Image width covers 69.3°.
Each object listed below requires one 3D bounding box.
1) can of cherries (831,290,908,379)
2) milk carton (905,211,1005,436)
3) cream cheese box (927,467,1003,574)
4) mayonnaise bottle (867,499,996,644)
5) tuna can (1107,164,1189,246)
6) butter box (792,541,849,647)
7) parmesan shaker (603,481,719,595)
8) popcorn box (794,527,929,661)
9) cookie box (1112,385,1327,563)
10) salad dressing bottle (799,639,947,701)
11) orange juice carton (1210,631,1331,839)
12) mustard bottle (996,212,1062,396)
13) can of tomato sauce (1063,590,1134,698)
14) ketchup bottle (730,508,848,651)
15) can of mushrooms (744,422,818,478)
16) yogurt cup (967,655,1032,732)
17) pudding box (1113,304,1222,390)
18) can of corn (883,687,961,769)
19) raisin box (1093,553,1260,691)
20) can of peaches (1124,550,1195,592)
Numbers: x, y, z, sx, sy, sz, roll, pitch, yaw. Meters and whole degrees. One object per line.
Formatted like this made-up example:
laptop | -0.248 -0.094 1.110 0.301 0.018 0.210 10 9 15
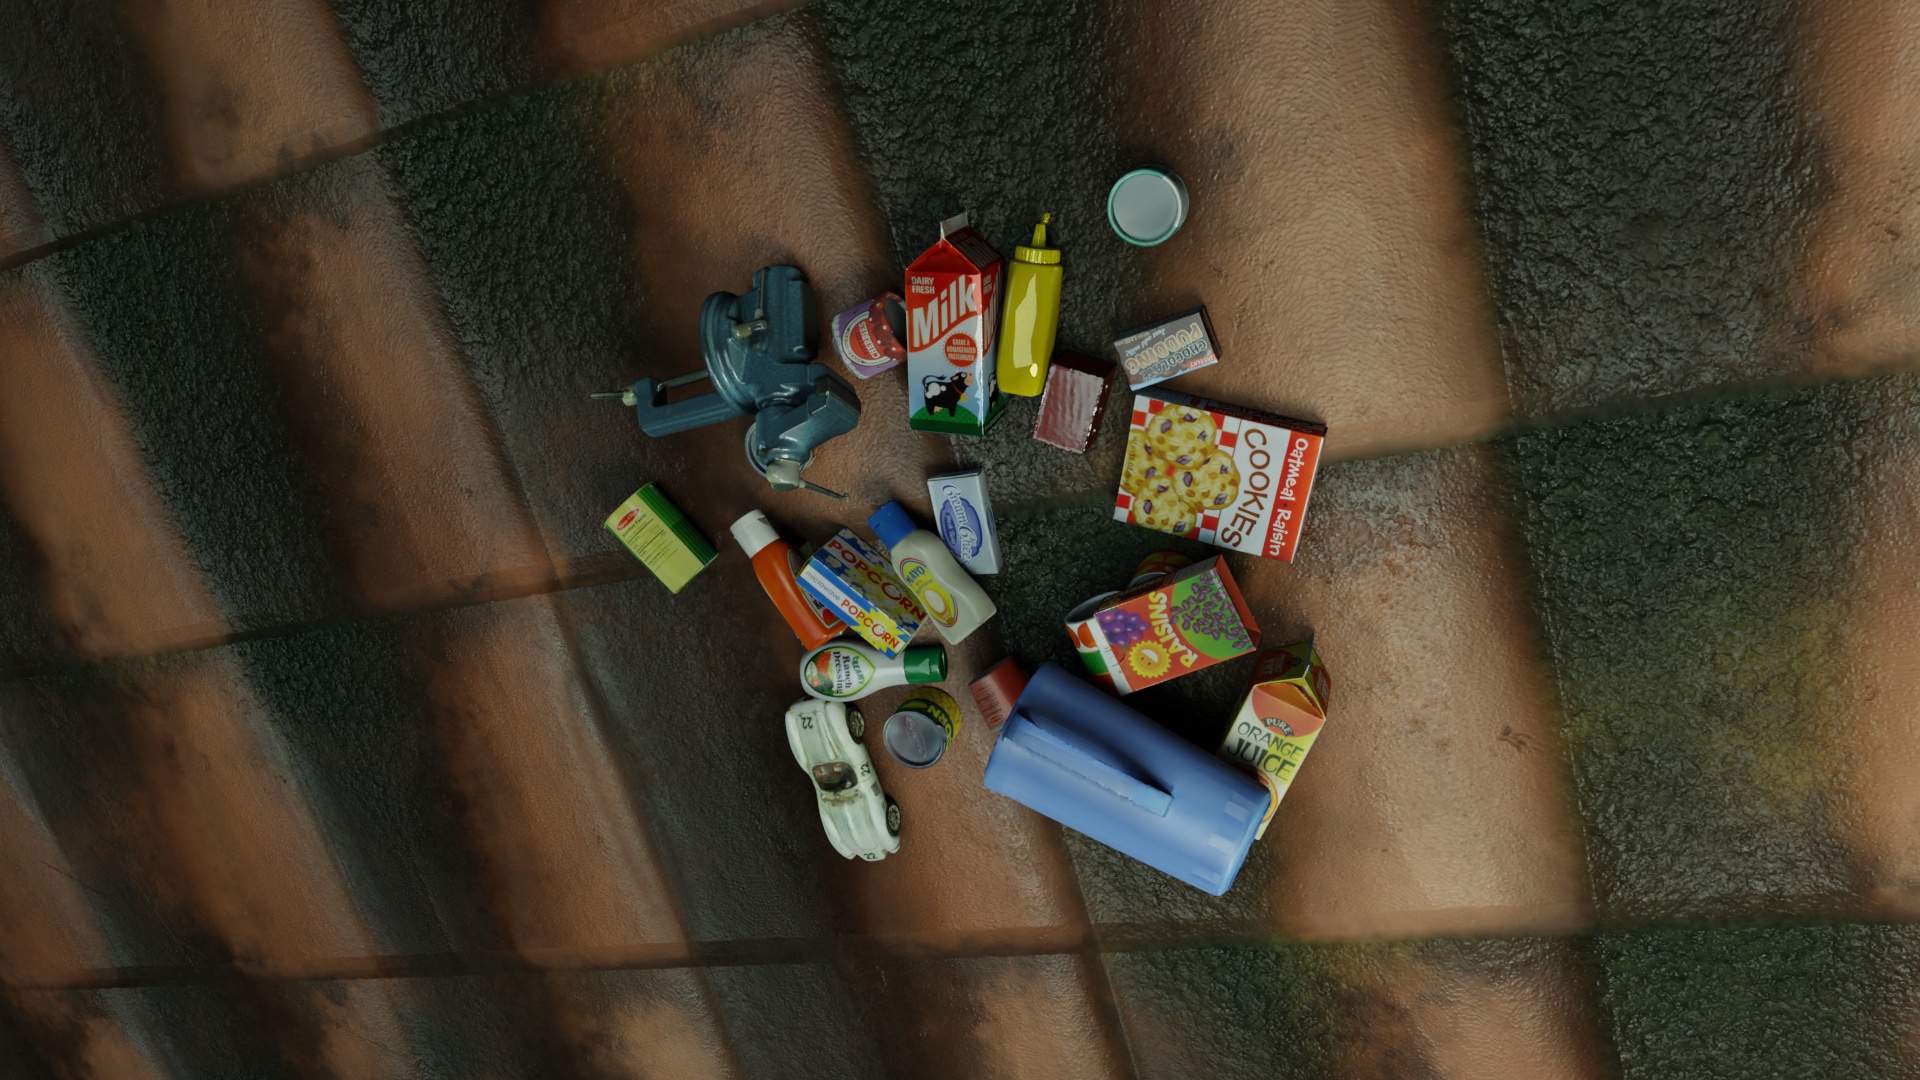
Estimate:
can of cherries | -0.077 -0.189 1.282 0.058 0.072 0.071 -20 103 25
milk carton | -0.004 -0.197 1.254 0.073 0.073 0.189 6 112 17
cream cheese box | 0.005 -0.017 1.349 0.053 0.024 0.103 -5 109 20
mayonnaise bottle | -0.031 0.028 1.344 0.148 0.041 0.064 51 138 4
tuna can | 0.157 -0.285 1.185 0.071 0.033 0.070 7 112 16
butter box | -0.161 0.055 1.434 0.053 0.024 0.103 -20 103 24
parmesan shaker | -0.310 0.000 1.441 0.103 0.071 0.071 47 118 -4
popcorn box | -0.092 0.051 1.374 0.127 0.085 0.038 39 117 1
cookie box | 0.232 -0.060 1.245 0.167 0.040 0.122 15 115 14
salad dressing bottle | -0.088 0.131 1.422 0.147 0.044 0.064 -5 89 13
orange juice carton | 0.289 0.177 1.300 0.073 0.072 0.191 25 117 9
mustard bottle | 0.063 -0.211 1.233 0.049 0.065 0.159 9 108 10
can of tomato sauce | 0.144 0.099 1.324 0.071 0.071 0.083 -21 102 25
ketchup bottle | -0.173 0.038 1.384 0.043 0.065 0.149 -37 88 21
can of mushrooms | -0.175 -0.095 1.375 0.071 0.033 0.070 7 112 17
yogurt cup | 0.044 0.151 1.380 0.072 0.072 0.054 -34 89 27
pudding box | 0.182 -0.169 1.224 0.083 0.030 0.049 -16 105 24
can of corn | -0.036 0.191 1.426 0.071 0.058 0.071 7 113 17
raisin box | 0.193 0.075 1.244 0.123 0.040 0.086 -23 102 26
can of peaches | 0.191 0.048 1.291 0.071 0.058 0.071 7 112 17
